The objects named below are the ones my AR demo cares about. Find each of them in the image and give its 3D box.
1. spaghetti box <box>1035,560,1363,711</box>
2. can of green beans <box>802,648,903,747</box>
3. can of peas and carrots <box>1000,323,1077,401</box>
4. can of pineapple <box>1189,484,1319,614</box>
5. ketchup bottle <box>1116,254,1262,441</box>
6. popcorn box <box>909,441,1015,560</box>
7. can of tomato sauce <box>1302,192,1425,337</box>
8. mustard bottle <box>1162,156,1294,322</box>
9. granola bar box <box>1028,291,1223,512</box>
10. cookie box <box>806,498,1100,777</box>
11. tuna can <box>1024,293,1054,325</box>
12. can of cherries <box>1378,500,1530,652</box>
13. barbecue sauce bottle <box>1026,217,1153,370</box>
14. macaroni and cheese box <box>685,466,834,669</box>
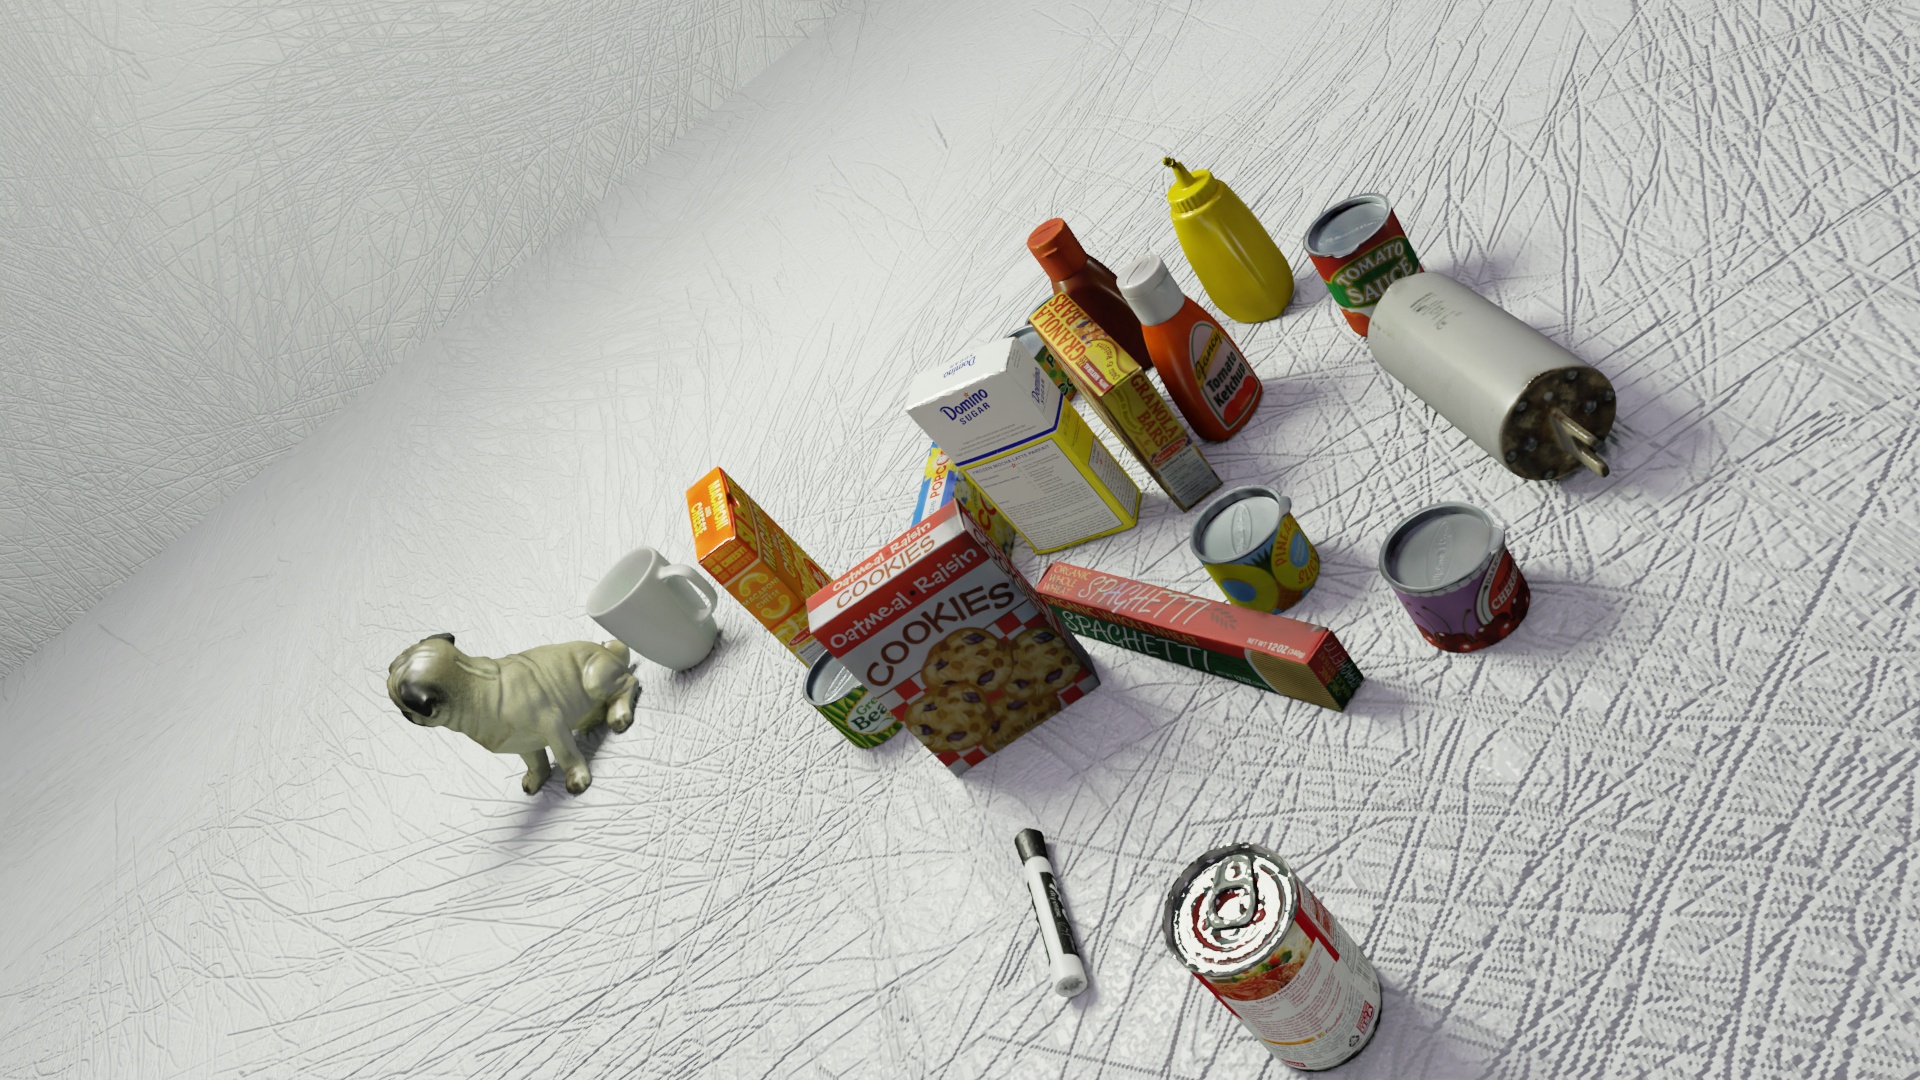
[{"bbox_3d":[0.143,0.057,0.893,0.250,0.050,0.029,14,60,53],"label":"spaghetti box"},{"bbox_3d":[-0.076,0.114,1.045,0.071,0.057,0.071,-27,34,21],"label":"can of green beans"},{"bbox_3d":[0.065,-0.148,1.217,0.071,0.058,0.071,-27,34,21],"label":"can of peas and carrots"},{"bbox_3d":[0.192,0.007,0.895,0.071,0.057,0.071,-27,34,21],"label":"can of pineapple"},{"bbox_3d":[0.166,-0.143,1.020,0.043,0.148,0.065,10,58,52],"label":"ketchup bottle"},{"bbox_3d":[0.004,-0.014,1.092,0.038,0.085,0.127,-21,37,29],"label":"popcorn box"},{"bbox_3d":[0.298,-0.198,1.011,0.071,0.083,0.071,-27,34,21],"label":"can of tomato sauce"},{"bbox_3d":[0.204,-0.242,1.090,0.065,0.160,0.049,1,51,48],"label":"mustard bottle"},{"bbox_3d":[0.121,-0.107,1.046,0.039,0.124,0.166,-38,32,5],"label":"granola bar box"},{"bbox_3d":[-0.003,0.067,0.922,0.123,0.167,0.040,-34,32,11],"label":"cookie box"},{"bbox_3d":[0.096,-0.200,1.272,0.071,0.032,0.071,-27,34,21],"label":"tuna can"},{"bbox_3d":[0.281,0.021,0.783,0.071,0.058,0.072,-27,34,21],"label":"can of cherries"},{"bbox_3d":[0.109,-0.199,1.149,0.064,0.148,0.044,-25,35,24],"label":"barbecue sauce bottle"},{"bbox_3d":[-0.149,0.029,1.123,0.040,0.166,0.124,-37,32,6],"label":"macaroni and cheese box"}]
